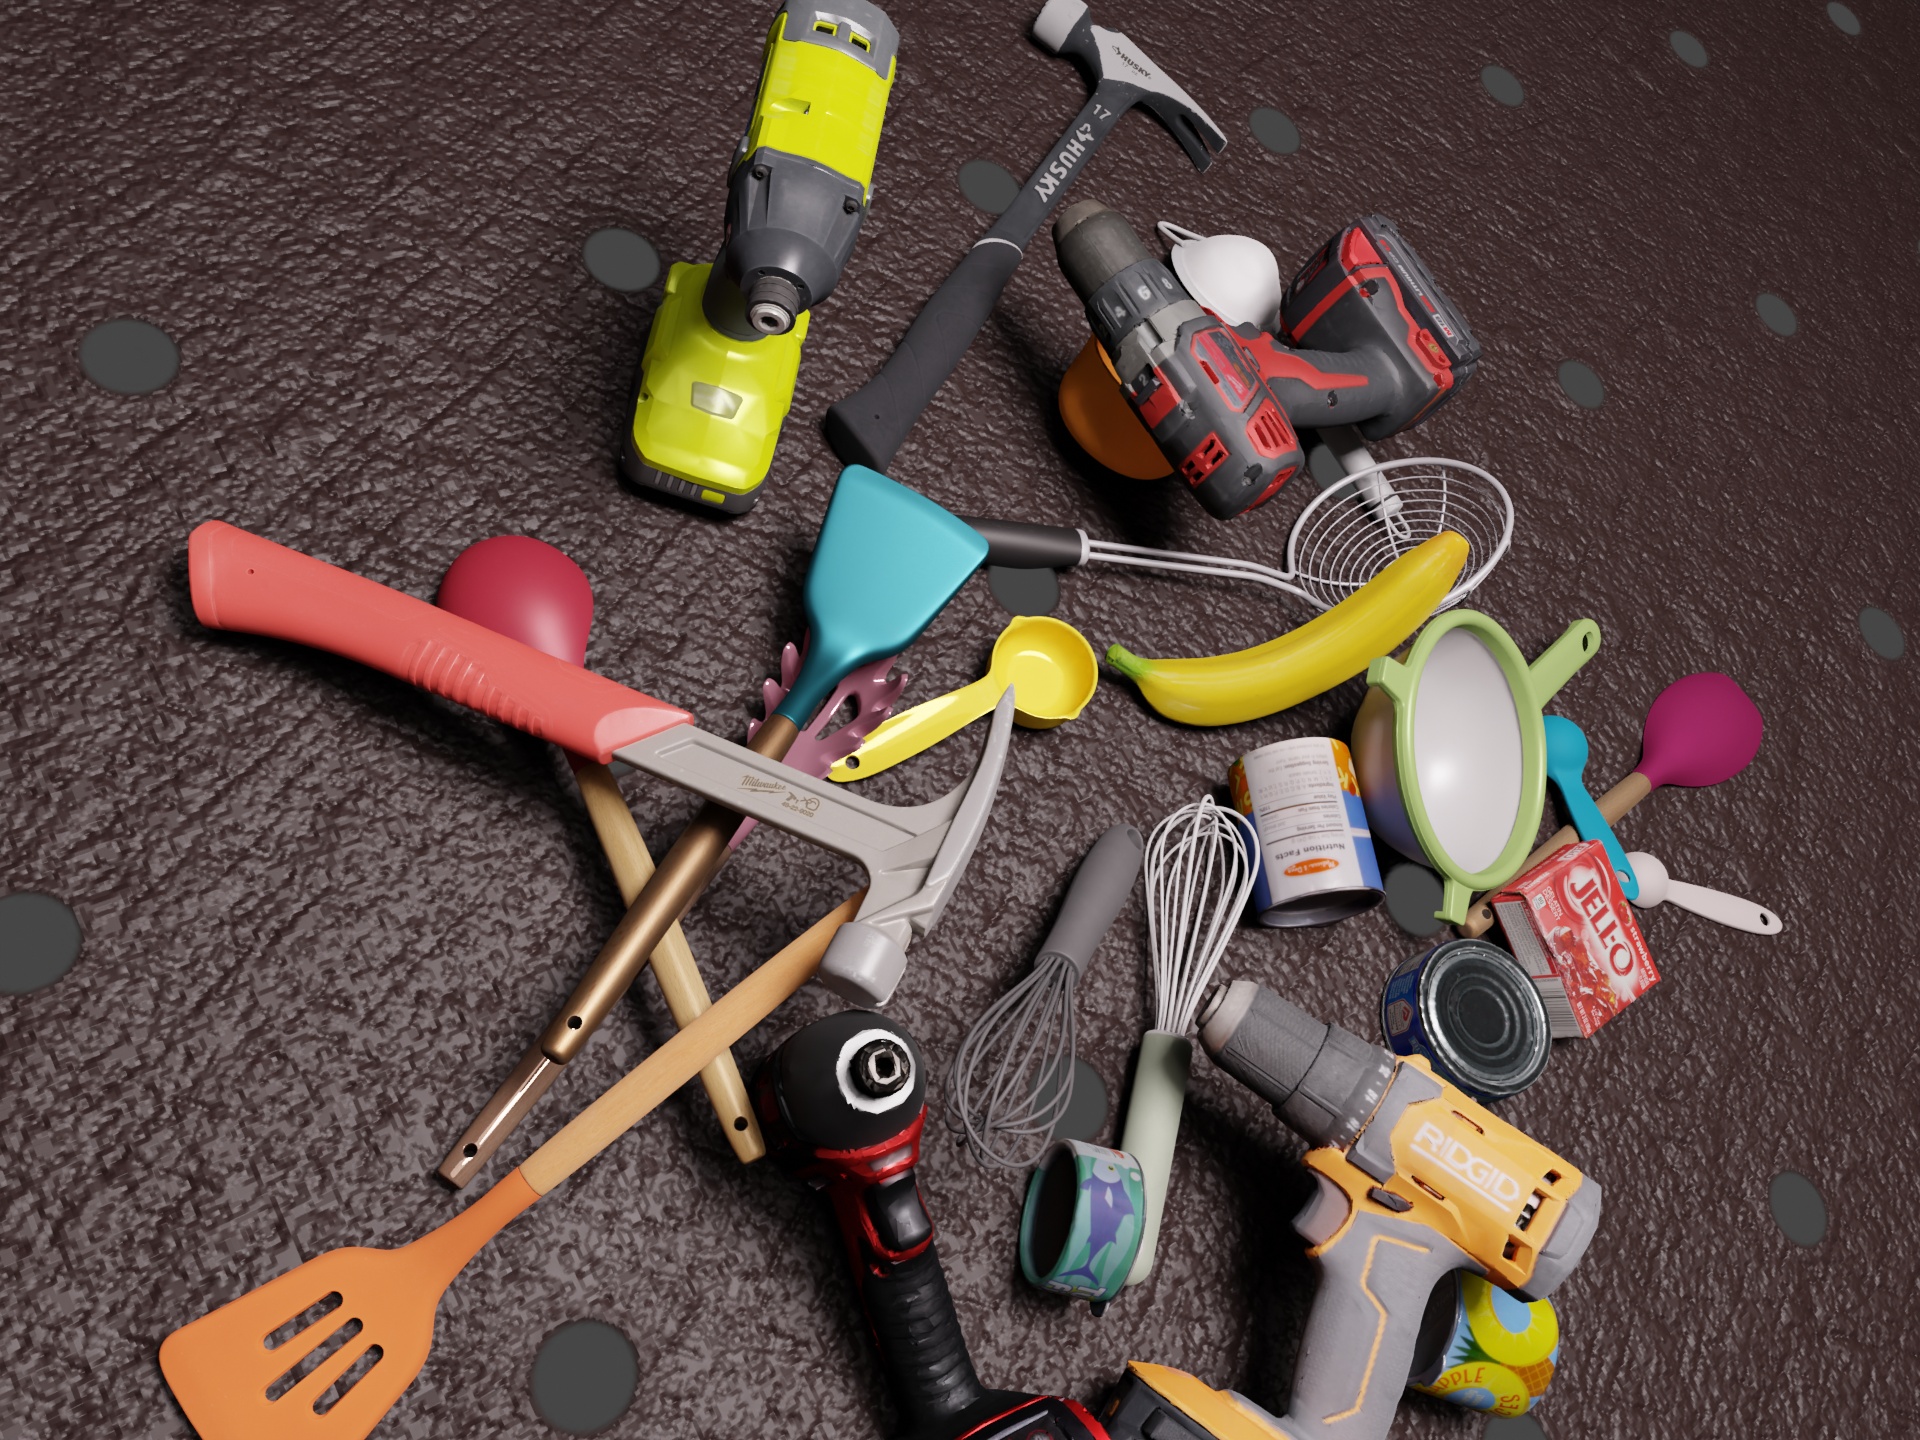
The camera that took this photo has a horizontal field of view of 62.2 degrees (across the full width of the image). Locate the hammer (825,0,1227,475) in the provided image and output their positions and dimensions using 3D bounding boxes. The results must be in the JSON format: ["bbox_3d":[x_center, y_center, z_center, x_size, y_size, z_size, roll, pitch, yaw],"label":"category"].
[{"bbox_3d":[0.034,-0.287,0.951,0.149,0.036,0.409,34,58,-6],"label":"hammer"}]

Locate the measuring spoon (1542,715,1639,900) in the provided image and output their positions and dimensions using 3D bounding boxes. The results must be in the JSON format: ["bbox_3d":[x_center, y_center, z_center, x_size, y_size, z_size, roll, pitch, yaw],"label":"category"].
[{"bbox_3d":[0.366,0.046,0.924,0.042,0.021,0.129,-3,52,-15],"label":"measuring spoon"}]

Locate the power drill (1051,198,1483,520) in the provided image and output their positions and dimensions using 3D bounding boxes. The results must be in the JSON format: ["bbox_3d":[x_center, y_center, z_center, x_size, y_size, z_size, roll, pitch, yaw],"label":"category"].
[{"bbox_3d":[0.166,-0.219,0.883,0.226,0.080,0.188,-24,77,-38],"label":"power drill"}]

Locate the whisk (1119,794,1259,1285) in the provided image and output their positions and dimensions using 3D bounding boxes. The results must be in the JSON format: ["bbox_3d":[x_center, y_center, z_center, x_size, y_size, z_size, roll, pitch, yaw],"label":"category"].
[{"bbox_3d":[0.102,0.148,0.772,0.058,0.059,0.246,6,63,19],"label":"whisk"}]

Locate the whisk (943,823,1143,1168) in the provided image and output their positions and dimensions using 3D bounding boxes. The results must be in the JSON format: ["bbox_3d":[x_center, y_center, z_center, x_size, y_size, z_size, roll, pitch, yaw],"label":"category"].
[{"bbox_3d":[0.047,0.115,0.726,0.055,0.055,0.239,39,36,-2],"label":"whisk"}]

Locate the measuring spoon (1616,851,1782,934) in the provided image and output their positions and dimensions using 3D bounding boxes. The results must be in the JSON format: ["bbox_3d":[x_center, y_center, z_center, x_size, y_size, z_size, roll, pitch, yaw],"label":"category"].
[{"bbox_3d":[0.447,0.105,0.952,0.124,0.018,0.034,18,61,-16],"label":"measuring spoon"}]

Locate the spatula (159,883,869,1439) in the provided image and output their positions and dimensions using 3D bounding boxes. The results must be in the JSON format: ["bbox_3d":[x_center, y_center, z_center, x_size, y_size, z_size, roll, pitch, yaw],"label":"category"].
[{"bbox_3d":[-0.150,0.166,0.623,0.322,0.041,0.081,-39,85,-11],"label":"spatula"}]

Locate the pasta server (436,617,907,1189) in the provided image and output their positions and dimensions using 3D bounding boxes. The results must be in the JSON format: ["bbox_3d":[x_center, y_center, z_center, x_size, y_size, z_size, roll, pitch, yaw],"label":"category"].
[{"bbox_3d":[-0.124,0.072,0.712,0.060,0.040,0.316,33,59,5],"label":"pasta server"}]

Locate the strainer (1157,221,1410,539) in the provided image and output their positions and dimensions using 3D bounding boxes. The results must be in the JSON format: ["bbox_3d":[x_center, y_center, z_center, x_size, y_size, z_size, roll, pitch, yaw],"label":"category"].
[{"bbox_3d":[0.210,-0.222,0.994,0.087,0.050,0.258,-26,82,-45],"label":"strainer"}]

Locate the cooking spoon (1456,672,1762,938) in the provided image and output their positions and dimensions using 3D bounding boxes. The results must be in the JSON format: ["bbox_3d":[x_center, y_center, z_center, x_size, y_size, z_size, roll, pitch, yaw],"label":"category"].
[{"bbox_3d":[0.396,0.049,0.956,0.319,0.017,0.069,-29,77,-31],"label":"cooking spoon"}]

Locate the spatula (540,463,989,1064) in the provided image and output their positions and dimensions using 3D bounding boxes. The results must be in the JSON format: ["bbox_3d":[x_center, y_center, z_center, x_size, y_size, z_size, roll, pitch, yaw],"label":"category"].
[{"bbox_3d":[-0.090,0.014,0.699,0.082,0.044,0.318,30,55,0],"label":"spatula"}]

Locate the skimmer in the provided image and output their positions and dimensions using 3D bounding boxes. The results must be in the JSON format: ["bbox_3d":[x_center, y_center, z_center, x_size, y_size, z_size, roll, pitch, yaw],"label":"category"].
[{"bbox_3d":[0.130,-0.113,0.876,0.363,0.090,0.127,4,40,-20],"label":"skimmer"}]

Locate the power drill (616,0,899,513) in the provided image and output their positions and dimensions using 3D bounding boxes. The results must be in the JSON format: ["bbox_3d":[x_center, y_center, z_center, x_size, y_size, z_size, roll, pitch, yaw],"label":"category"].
[{"bbox_3d":[-0.096,-0.200,0.741,0.080,0.223,0.171,16,61,-15],"label":"power drill"}]

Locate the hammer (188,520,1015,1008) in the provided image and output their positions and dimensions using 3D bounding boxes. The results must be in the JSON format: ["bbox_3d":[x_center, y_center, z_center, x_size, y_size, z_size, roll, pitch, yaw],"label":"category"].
[{"bbox_3d":[-0.161,-0.013,0.672,0.359,0.036,0.149,22,61,8],"label":"hammer"}]

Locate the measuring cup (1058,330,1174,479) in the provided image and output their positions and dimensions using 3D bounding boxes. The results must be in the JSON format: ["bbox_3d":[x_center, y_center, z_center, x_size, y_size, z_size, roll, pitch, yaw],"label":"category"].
[{"bbox_3d":[0.113,-0.200,0.941,0.095,0.052,0.174,38,37,-2],"label":"measuring cup"}]

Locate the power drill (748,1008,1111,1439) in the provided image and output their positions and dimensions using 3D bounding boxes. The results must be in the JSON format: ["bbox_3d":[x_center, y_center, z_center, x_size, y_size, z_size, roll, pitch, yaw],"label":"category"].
[{"bbox_3d":[-0.016,0.221,0.627,0.078,0.143,0.220,-18,77,-23],"label":"power drill"}]

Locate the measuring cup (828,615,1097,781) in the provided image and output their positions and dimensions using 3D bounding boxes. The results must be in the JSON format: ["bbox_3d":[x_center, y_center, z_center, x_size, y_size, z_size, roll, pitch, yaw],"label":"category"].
[{"bbox_3d":[-0.001,-0.003,0.813,0.156,0.029,0.062,-26,78,-19],"label":"measuring cup"}]

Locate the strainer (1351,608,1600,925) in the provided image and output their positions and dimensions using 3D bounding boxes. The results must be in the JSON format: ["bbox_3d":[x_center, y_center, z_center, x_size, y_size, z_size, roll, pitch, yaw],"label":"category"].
[{"bbox_3d":[0.289,-0.003,0.906,0.256,0.069,0.151,-32,108,-42],"label":"strainer"}]

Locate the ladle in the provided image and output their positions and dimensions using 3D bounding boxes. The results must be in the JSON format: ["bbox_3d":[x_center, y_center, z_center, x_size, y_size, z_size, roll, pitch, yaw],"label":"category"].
[{"bbox_3d":[-0.153,0.045,0.693,0.069,0.031,0.316,-22,72,-17],"label":"ladle"}]

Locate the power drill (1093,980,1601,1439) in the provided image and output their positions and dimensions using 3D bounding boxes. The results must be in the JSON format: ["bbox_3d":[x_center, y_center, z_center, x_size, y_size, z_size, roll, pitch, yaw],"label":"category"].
[{"bbox_3d":[0.141,0.240,0.682,0.185,0.084,0.226,34,77,8],"label":"power drill"}]
